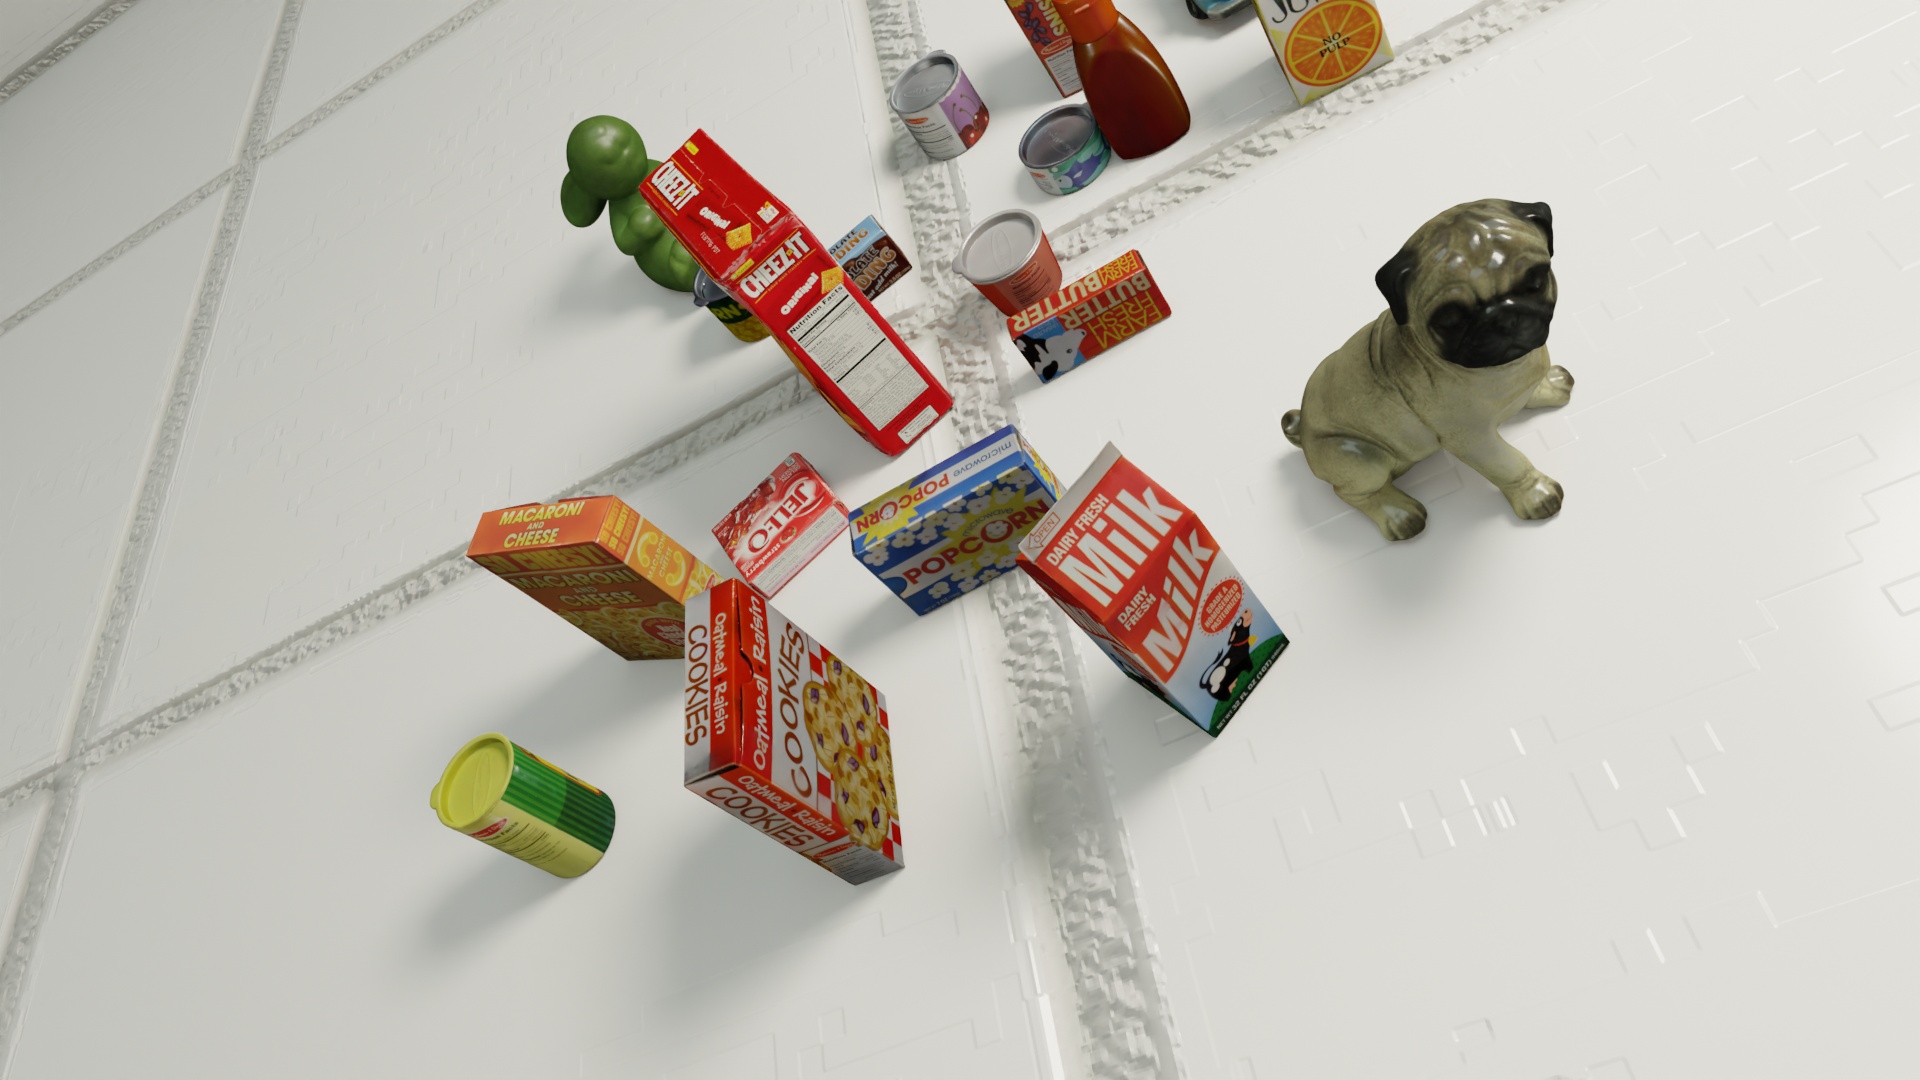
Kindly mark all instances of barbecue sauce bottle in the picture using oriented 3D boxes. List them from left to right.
[{"bbox_3d":[0.112,-0.345,1.005,0.065,0.148,0.044,-21,51,21],"label":"barbecue sauce bottle"}]

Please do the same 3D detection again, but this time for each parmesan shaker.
[{"bbox_3d":[-0.294,0.181,0.938,0.071,0.103,0.071,-17,52,23],"label":"parmesan shaker"}]

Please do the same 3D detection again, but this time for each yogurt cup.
[{"bbox_3d":[0.039,-0.201,1.018,0.072,0.053,0.073,-17,52,23],"label":"yogurt cup"}]

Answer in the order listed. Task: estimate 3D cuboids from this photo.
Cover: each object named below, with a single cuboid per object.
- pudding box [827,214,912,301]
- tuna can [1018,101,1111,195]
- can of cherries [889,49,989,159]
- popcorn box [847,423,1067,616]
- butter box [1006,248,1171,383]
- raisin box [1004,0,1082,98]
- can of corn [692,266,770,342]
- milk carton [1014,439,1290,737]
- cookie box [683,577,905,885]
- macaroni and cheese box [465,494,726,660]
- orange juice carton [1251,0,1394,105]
[{"bbox_3d":[-0.087,-0.215,1.114,0.083,0.049,0.030,-38,47,5],"label":"pudding box"},{"bbox_3d":[0.083,-0.304,1.076,0.071,0.032,0.071,-17,52,23],"label":"tuna can"},{"bbox_3d":[-0.016,-0.365,1.165,0.071,0.058,0.072,-17,52,23],"label":"can of cherries"},{"bbox_3d":[0.003,-0.011,0.889,0.126,0.085,0.038,-28,48,14],"label":"popcorn box"},{"bbox_3d":[0.088,-0.153,0.954,0.103,0.053,0.024,-28,49,15],"label":"butter box"},{"bbox_3d":[0.068,-0.431,1.111,0.040,0.123,0.086,-19,51,22],"label":"raisin box"},{"bbox_3d":[-0.182,-0.207,1.165,0.071,0.058,0.071,-17,52,23],"label":"can of corn"},{"bbox_3d":[0.096,0.024,0.731,0.072,0.190,0.073,-50,47,-6],"label":"milk carton"},{"bbox_3d":[-0.095,0.114,0.810,0.040,0.167,0.123,-24,49,18],"label":"cookie box"},{"bbox_3d":[-0.235,0.030,0.961,0.123,0.166,0.040,-5,57,31],"label":"macaroni and cheese box"},{"bbox_3d":[0.224,-0.397,0.937,0.073,0.192,0.072,-25,49,18],"label":"orange juice carton"}]
